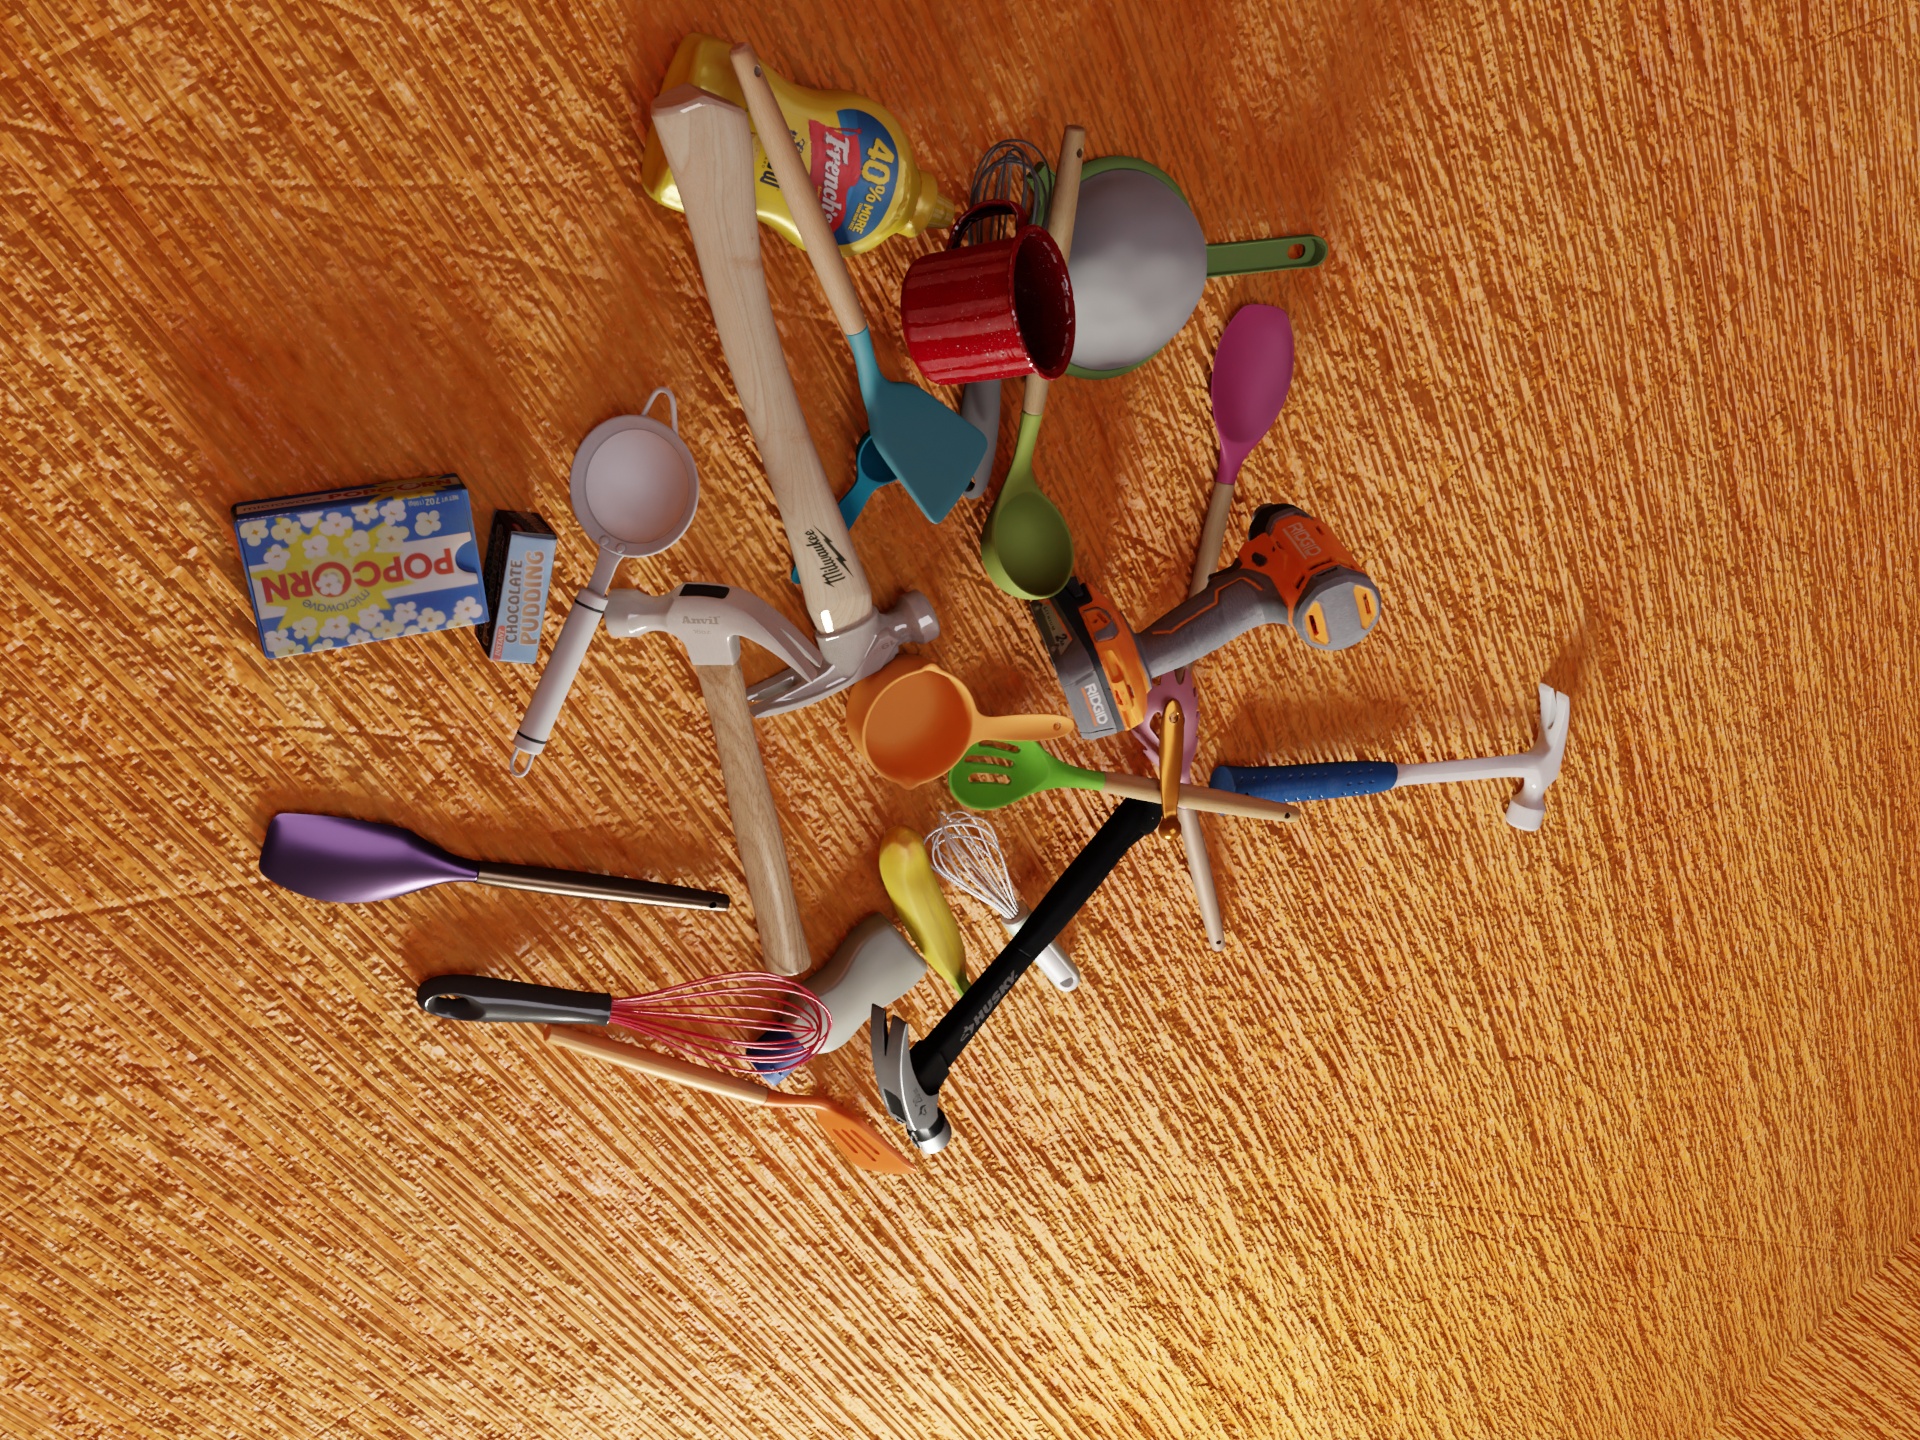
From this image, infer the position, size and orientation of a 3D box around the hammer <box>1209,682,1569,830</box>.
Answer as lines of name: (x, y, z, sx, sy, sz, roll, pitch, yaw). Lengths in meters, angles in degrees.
hammer: (0.395, 0.043, 1.429, 0.405, 0.035, 0.144, -3, 114, -29)

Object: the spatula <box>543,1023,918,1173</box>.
spatula: (-0.172, 0.288, 1.205, 0.322, 0.081, 0.041, 26, 65, -32)

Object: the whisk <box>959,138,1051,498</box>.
whisk: (0.022, -0.260, 1.056, 0.055, 0.055, 0.238, -8, 121, -27)

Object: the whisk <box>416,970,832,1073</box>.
whisk: (-0.229, 0.204, 1.120, 0.295, 0.073, 0.073, 10, 108, -24)

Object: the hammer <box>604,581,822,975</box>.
hammer: (-0.143, 0.051, 1.092, 0.130, 0.031, 0.331, 0, 127, 11)

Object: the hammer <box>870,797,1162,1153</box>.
hammer: (0.052, 0.167, 1.225, 0.335, 0.035, 0.146, -47, 138, -25)

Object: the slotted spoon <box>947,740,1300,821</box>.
slotted spoon: (0.132, 0.053, 1.249, 0.313, 0.031, 0.070, 10, 109, -21)

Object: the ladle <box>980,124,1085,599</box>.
ladle: (0.061, -0.226, 1.056, 0.078, 0.062, 0.320, -27, 137, -41)

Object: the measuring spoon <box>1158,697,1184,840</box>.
measuring spoon: (0.165, 0.040, 1.236, 0.021, 0.011, 0.117, -7, 107, -19)

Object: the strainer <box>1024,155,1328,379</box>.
strainer: (0.162, -0.311, 1.098, 0.256, 0.069, 0.151, -13, 119, -23)

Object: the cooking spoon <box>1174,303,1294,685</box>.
cooking spoon: (0.198, -0.159, 1.225, 0.068, 0.017, 0.318, 1, 112, -22)

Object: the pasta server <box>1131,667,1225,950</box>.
pasta server: (0.191, 0.082, 1.328, 0.060, 0.040, 0.315, -15, 130, 6)

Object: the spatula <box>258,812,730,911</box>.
spatula: (-0.299, 0.106, 1.060, 0.315, 0.018, 0.059, 11, 108, -33)

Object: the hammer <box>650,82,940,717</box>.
hammer: (-0.120, -0.179, 0.978, 0.146, 0.038, 0.410, -28, 133, -14)

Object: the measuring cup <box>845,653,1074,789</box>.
measuring cup: (-0.002, -0.004, 1.158, 0.173, 0.052, 0.095, 0, 111, -29)

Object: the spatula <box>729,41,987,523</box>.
spatula: (-0.062, -0.258, 0.953, 0.082, 0.044, 0.317, -60, 145, -28)

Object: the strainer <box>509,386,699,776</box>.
strainer: (-0.225, -0.082, 0.983, 0.258, 0.087, 0.050, -65, 169, 6)

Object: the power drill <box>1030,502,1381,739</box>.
power drill: (0.172, -0.085, 1.161, 0.226, 0.164, 0.084, -21, 124, 4)

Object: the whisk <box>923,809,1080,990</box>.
whisk: (0.039, 0.149, 1.264, 0.058, 0.059, 0.246, -30, 132, 8)

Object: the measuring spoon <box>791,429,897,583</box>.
measuring spoon: (-0.079, -0.148, 1.073, 0.042, 0.021, 0.128, 26, 108, -42)
